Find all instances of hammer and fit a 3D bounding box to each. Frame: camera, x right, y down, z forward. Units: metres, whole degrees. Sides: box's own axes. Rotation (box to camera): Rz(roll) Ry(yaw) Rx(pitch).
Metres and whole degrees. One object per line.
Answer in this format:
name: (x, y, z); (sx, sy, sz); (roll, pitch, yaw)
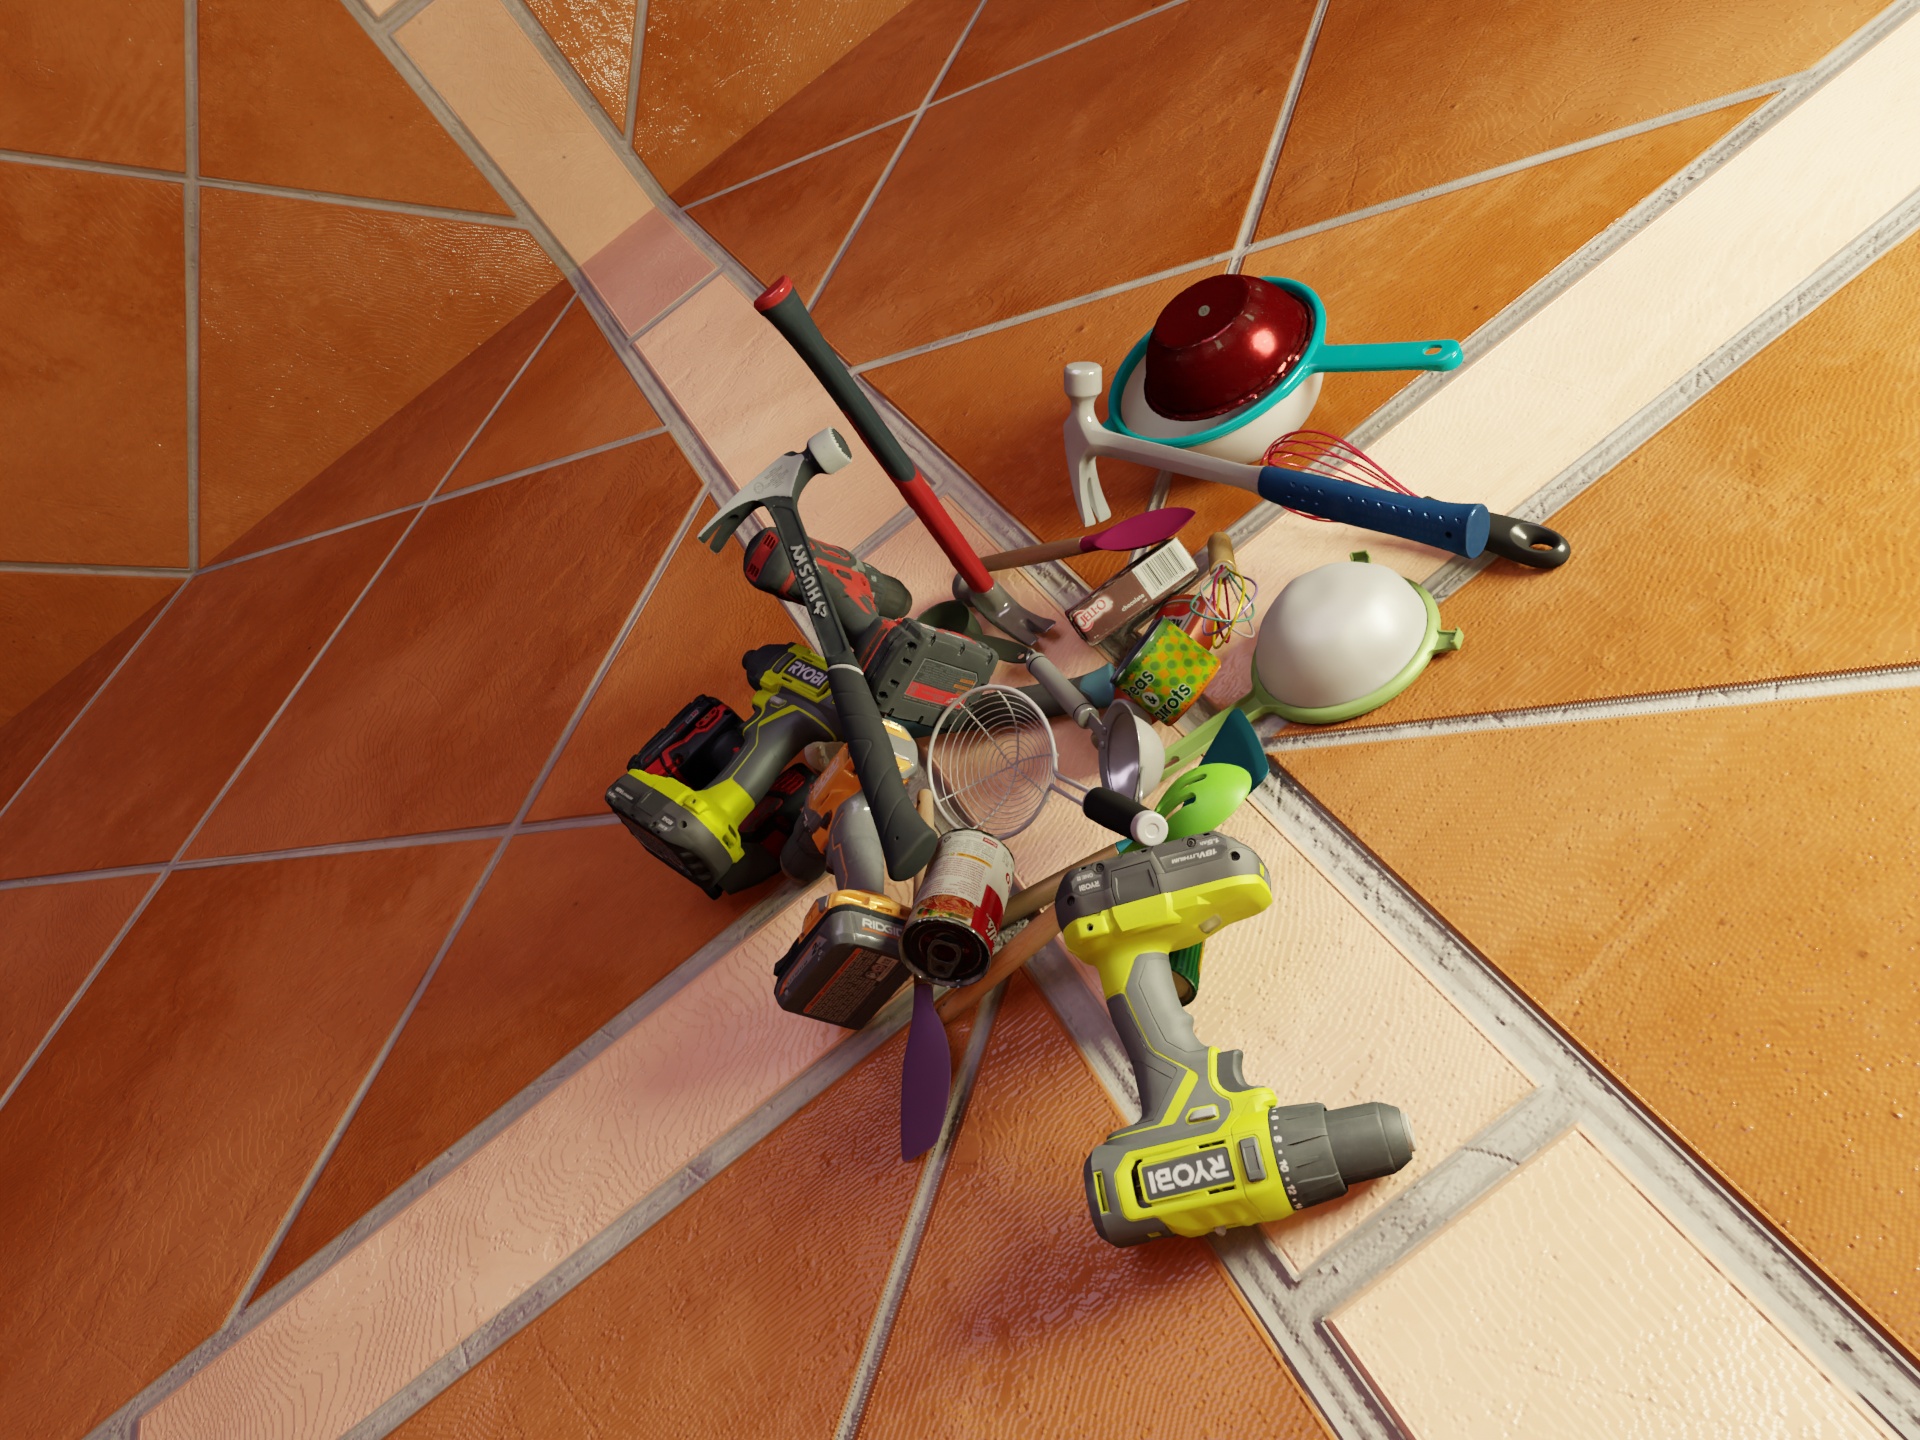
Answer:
hammer: (-0.103, -0.051, 1.264); (0.149, 0.036, 0.409); (-30, 57, 13)
hammer: (-0.002, -0.004, 1.401); (0.331, 0.033, 0.128); (-11, 43, 33)
hammer: (0.240, -0.192, 1.303); (0.035, 0.144, 0.406); (-26, 35, -37)
hammer: (-0.048, -0.216, 1.367); (0.038, 0.385, 0.143); (-43, 36, -6)

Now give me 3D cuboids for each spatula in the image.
spatula: (-0.026, 0.180, 1.207); (0.059, 0.018, 0.316); (-40, 36, 36)
spatula: (0.092, 0.103, 1.196); (0.317, 0.044, 0.082); (-31, 36, 13)

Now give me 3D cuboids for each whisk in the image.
whisk: (0.351, -0.171, 1.261); (0.073, 0.073, 0.296); (-48, 44, -12)
whisk: (0.208, -0.110, 1.269); (0.051, 0.047, 0.245); (-4, 20, 9)

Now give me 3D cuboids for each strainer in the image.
strainer: (0.293, -0.291, 1.406); (0.340, 0.095, 0.211); (9, 60, 43)
strainer: (0.103, -0.001, 1.231); (0.050, 0.086, 0.259); (-4, 28, -21)
strainer: (0.236, -0.045, 1.207); (0.256, 0.069, 0.152); (-34, 36, 3)

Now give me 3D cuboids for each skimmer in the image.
skimmer: (0.053, 0.047, 1.161); (0.363, 0.090, 0.127); (-156, 78, -77)

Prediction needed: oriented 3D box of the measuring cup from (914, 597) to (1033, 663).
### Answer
measuring cup: (0.014, -0.062, 1.448); (0.168, 0.038, 0.083); (18, 64, 47)

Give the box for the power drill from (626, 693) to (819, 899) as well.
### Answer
power drill: (-0.215, 0.074, 1.469); (0.143, 0.078, 0.220); (-45, 39, -9)

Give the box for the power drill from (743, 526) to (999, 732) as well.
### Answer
power drill: (-0.067, -0.084, 1.391); (0.227, 0.187, 0.080); (42, 107, 38)

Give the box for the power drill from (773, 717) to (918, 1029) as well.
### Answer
power drill: (-0.098, 0.132, 1.273); (0.185, 0.084, 0.226); (-51, 28, 39)

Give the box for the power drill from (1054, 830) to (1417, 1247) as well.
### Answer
power drill: (0.157, 0.191, 0.968); (0.190, 0.080, 0.229); (-17, 65, 14)

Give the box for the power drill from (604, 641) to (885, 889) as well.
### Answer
power drill: (-0.193, 0.027, 1.391); (0.171, 0.080, 0.223); (25, 63, 43)

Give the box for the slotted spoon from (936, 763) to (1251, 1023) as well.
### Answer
slotted spoon: (0.081, 0.126, 1.108); (0.313, 0.031, 0.070); (-45, 17, 30)

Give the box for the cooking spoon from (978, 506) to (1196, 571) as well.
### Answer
cooking spoon: (0.098, -0.155, 1.429); (0.069, 0.017, 0.319); (-40, 19, -27)
